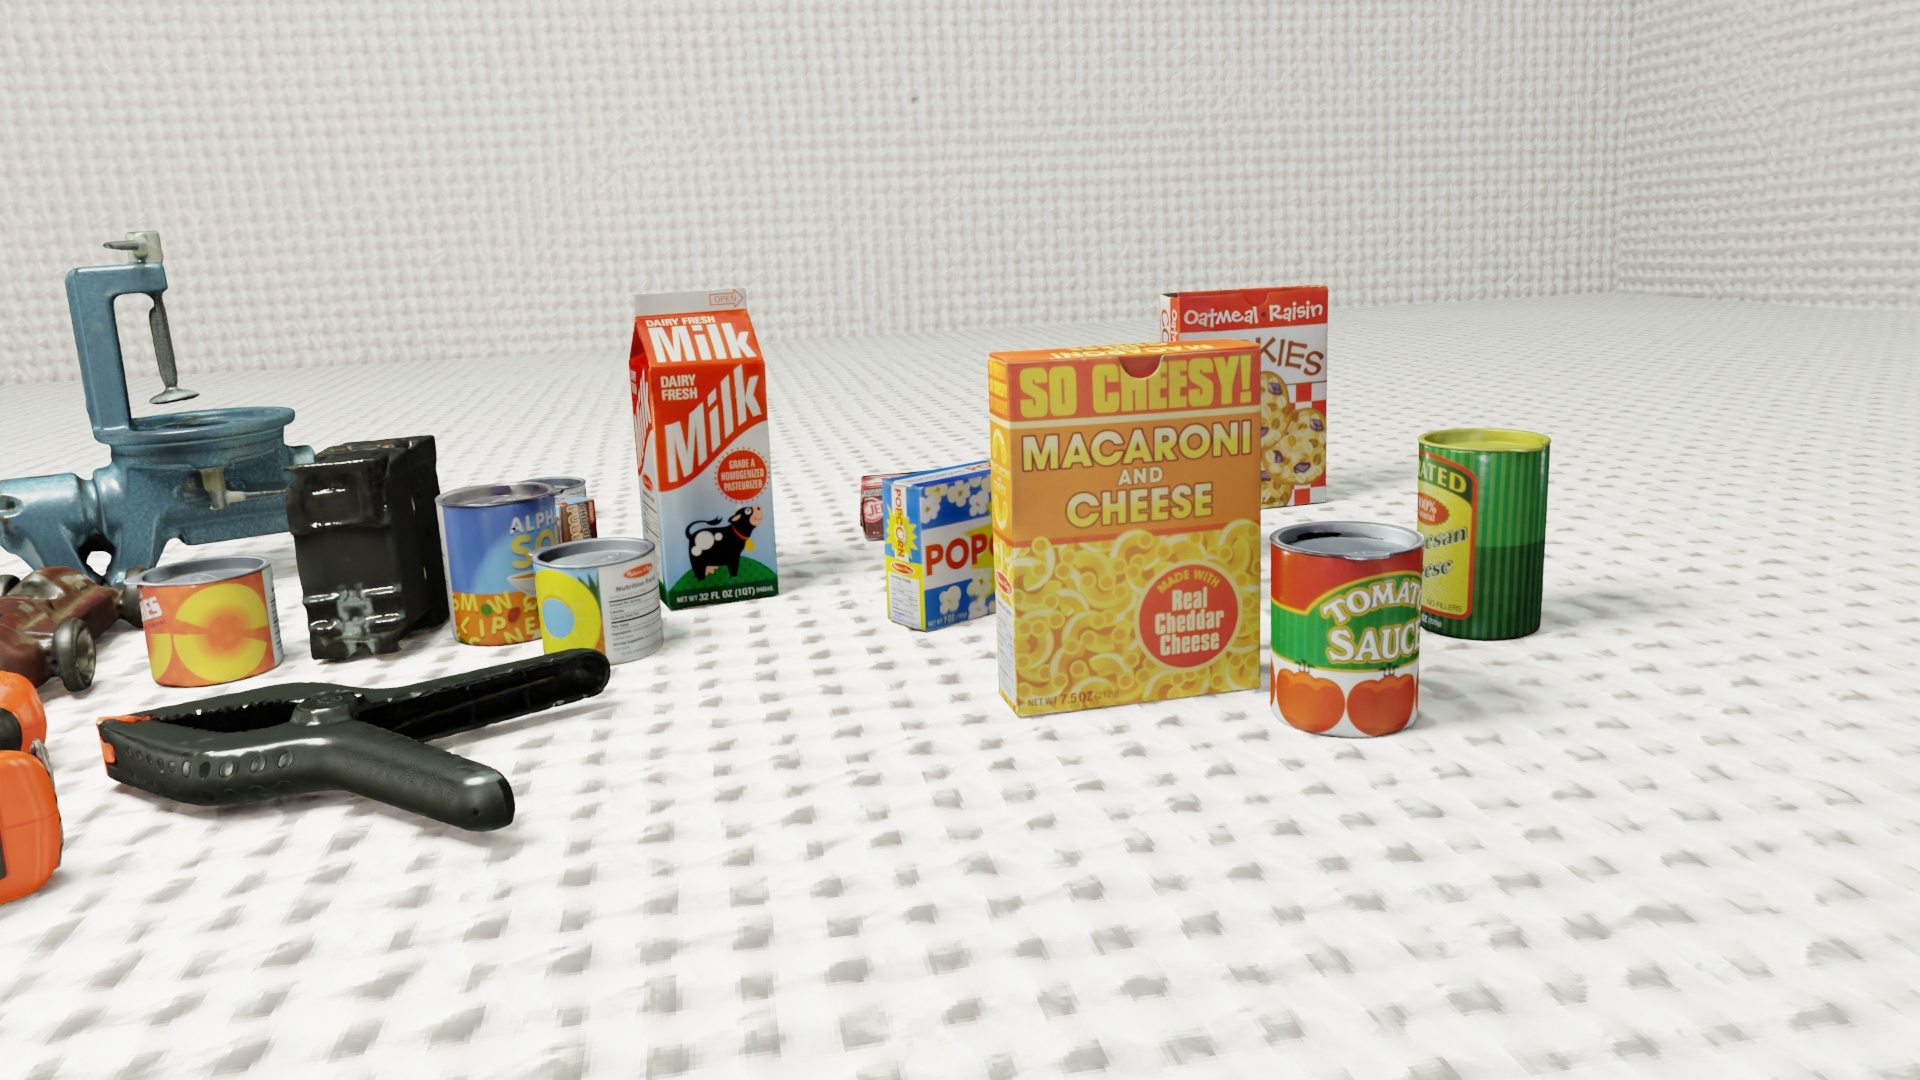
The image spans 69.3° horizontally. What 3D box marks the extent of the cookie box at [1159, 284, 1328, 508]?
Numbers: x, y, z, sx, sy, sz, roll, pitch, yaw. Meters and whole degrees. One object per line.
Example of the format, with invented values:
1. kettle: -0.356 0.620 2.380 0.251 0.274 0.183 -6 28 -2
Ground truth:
1. cookie box: 0.215 -0.107 1.052 0.123 0.167 0.040 -6 13 -14

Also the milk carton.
1. milk carton: -0.162 -0.060 0.868 0.072 0.190 0.073 -8 14 -22

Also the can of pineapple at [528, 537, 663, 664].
1. can of pineapple: -0.201 0.033 0.769 0.071 0.057 0.071 -2 13 1

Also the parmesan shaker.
1. parmesan shaker: 0.278 -0.004 0.740 0.071 0.102 0.071 -2 13 1

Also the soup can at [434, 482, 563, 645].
1. soup can: -0.264 0.012 0.811 0.071 0.083 0.071 -2 13 1

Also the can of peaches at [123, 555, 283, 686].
1. can of peaches: -0.413 0.044 0.761 0.071 0.058 0.071 -2 13 1

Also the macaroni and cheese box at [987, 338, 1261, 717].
1. macaroni and cheese box: 0.079 -0.008 0.653 0.124 0.166 0.040 -5 13 -13

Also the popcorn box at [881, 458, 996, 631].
1. popcorn box: 0.014 -0.003 0.821 0.127 0.085 0.038 -13 17 -39

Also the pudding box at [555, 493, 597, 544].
1. pudding box: -0.293 -0.009 0.981 0.083 0.049 0.030 9 17 40

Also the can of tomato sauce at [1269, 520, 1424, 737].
1. can of tomato sauce: 0.173 0.039 0.621 0.071 0.083 0.071 -2 13 1

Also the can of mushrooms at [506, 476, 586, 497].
1. can of mushrooms: -0.335 -0.030 1.115 0.071 0.033 0.071 -2 13 1
